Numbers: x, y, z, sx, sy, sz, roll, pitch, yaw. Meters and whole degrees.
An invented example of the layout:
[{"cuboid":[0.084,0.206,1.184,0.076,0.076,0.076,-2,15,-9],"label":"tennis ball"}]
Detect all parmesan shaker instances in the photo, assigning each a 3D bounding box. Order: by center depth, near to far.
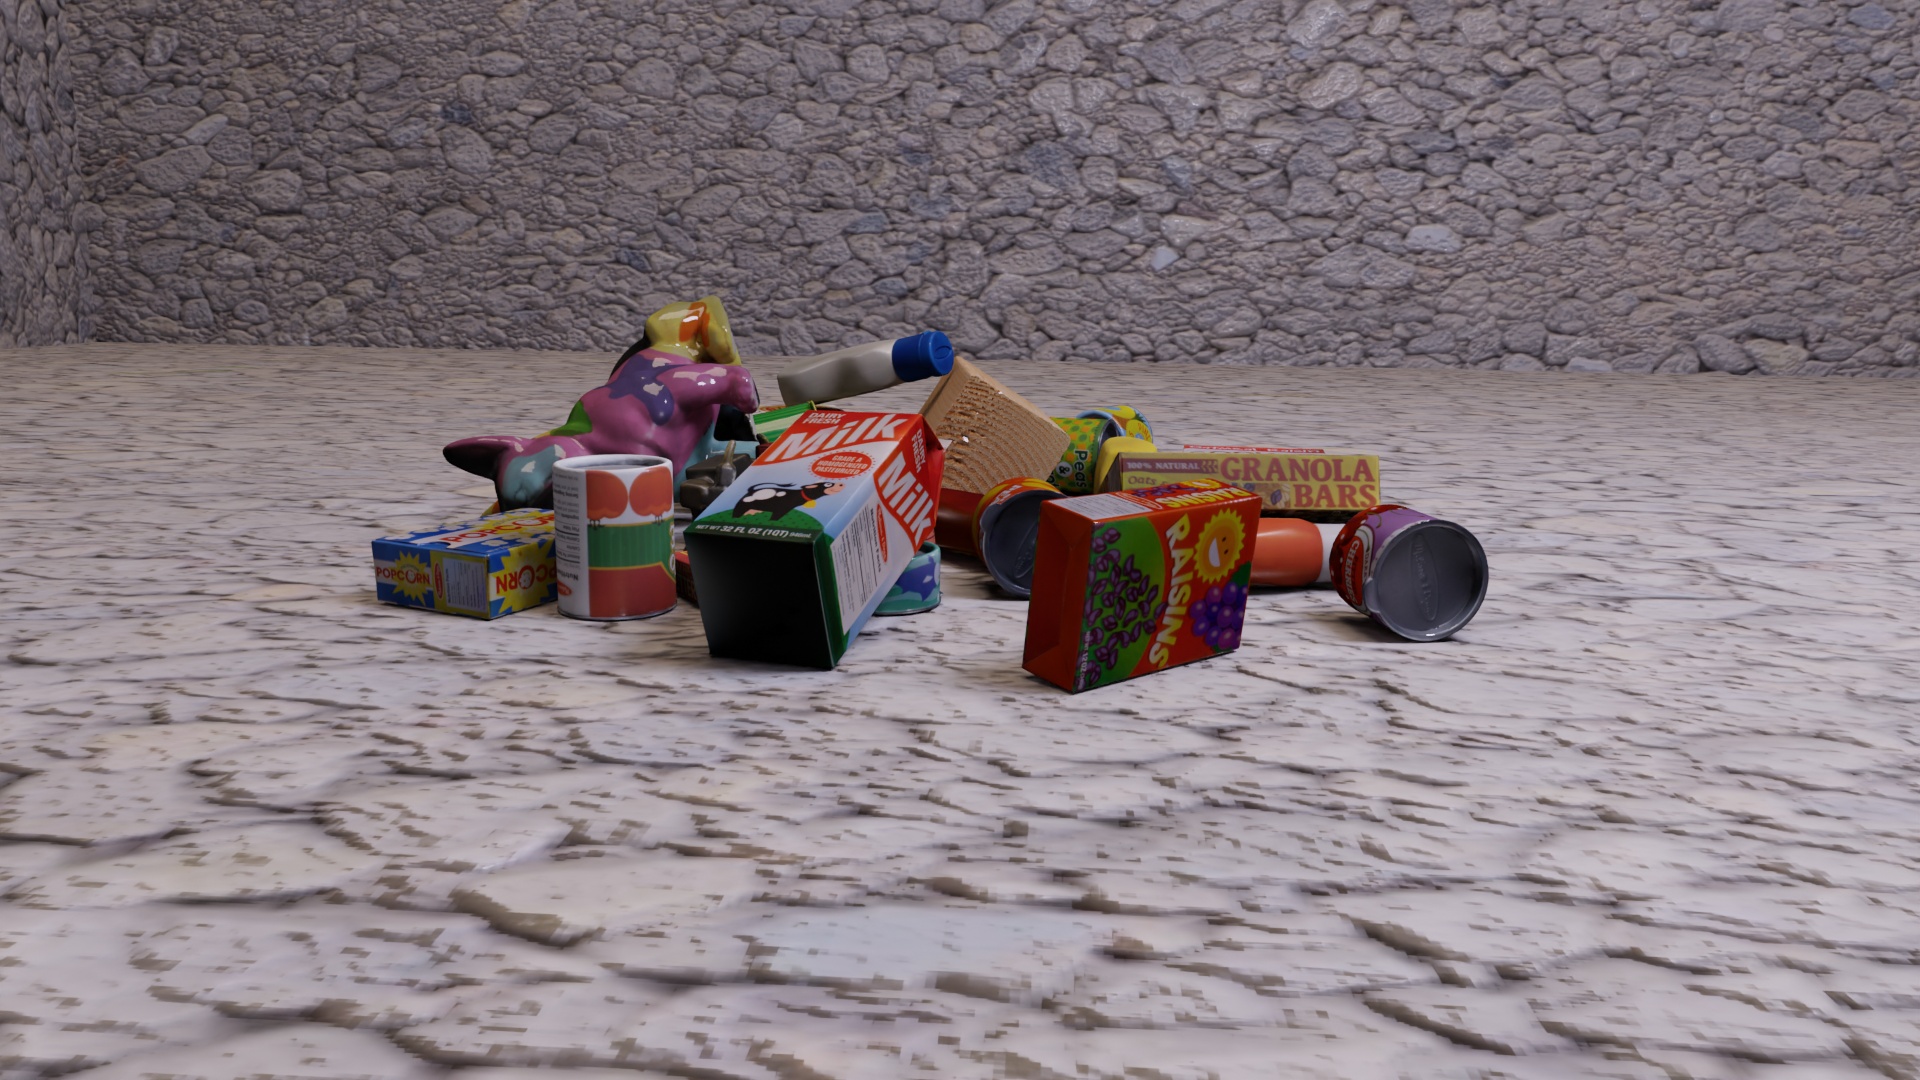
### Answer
[{"cuboid":[-0.163,-0.070,1.108,0.103,0.071,0.071,-14,14,-15],"label":"parmesan shaker"}]

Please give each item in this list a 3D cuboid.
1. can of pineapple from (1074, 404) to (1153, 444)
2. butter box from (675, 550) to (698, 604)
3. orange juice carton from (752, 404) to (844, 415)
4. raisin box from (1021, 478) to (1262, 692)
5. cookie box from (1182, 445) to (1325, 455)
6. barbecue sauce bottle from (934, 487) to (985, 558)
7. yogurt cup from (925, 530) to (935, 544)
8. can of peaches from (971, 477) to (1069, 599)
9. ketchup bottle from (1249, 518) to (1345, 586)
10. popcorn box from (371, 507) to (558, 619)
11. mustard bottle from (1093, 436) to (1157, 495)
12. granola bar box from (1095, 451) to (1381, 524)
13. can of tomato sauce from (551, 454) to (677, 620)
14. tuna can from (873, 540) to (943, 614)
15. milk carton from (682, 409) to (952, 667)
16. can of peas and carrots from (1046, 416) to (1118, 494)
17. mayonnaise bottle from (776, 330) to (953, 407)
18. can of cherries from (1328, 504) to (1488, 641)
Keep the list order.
[{"cuboid":[0.141,-0.092,1.303,0.071,0.071,0.058,8,13,33],"label":"can of pineapple"},{"cuboid":[-0.118,0.018,0.831,0.104,0.024,0.053,-6,12,-32],"label":"butter box"},{"cuboid":[-0.192,-0.075,1.175,0.193,0.071,0.073,-2,11,-17],"label":"orange juice carton"},{"cuboid":[0.090,0.019,0.681,0.124,0.085,0.040,-9,20,-39],"label":"raisin box"},{"cuboid":[0.244,-0.048,1.154,0.123,0.040,0.168,3,12,10],"label":"cookie box"},{"cuboid":[0.003,-0.012,0.943,0.065,0.043,0.148,-2,10,-44],"label":"barbecue sauce bottle"},{"cuboid":[-0.047,-0.007,0.889,0.072,0.053,0.072,1,12,0],"label":"yogurt cup"},{"cuboid":[0.040,-0.004,0.840,0.071,0.071,0.058,0,10,-7],"label":"can of peaches"},{"cuboid":[0.182,0.007,0.859,0.149,0.043,0.065,0,5,-6],"label":"ketchup bottle"},{"cuboid":[-0.267,0.011,0.821,0.085,0.038,0.127,7,12,23],"label":"popcorn box"},{"cuboid":[0.132,-0.051,1.115,0.049,0.065,0.160,7,6,5],"label":"mustard bottle"},{"cuboid":[0.178,-0.023,0.921,0.166,0.039,0.124,0,-12,-2],"label":"granola bar box"},{"cuboid":[-0.193,-0.004,0.782,0.071,0.083,0.071,1,11,0],"label":"can of tomato sauce"},{"cuboid":[-0.042,0.019,0.807,0.071,0.032,0.071,1,11,0],"label":"tuna can"},{"cuboid":[-0.067,-0.016,0.744,0.072,0.073,0.191,4,30,19],"label":"milk carton"},{"cuboid":[0.101,-0.073,1.204,0.059,0.070,0.071,4,11,21],"label":"can of peas and carrots"},{"cuboid":[-0.077,-0.141,1.144,0.148,0.041,0.065,-7,14,32],"label":"mayonnaise bottle"},{"cuboid":[0.242,0.016,0.761,0.071,0.071,0.058,-1,11,-9],"label":"can of cherries"}]
